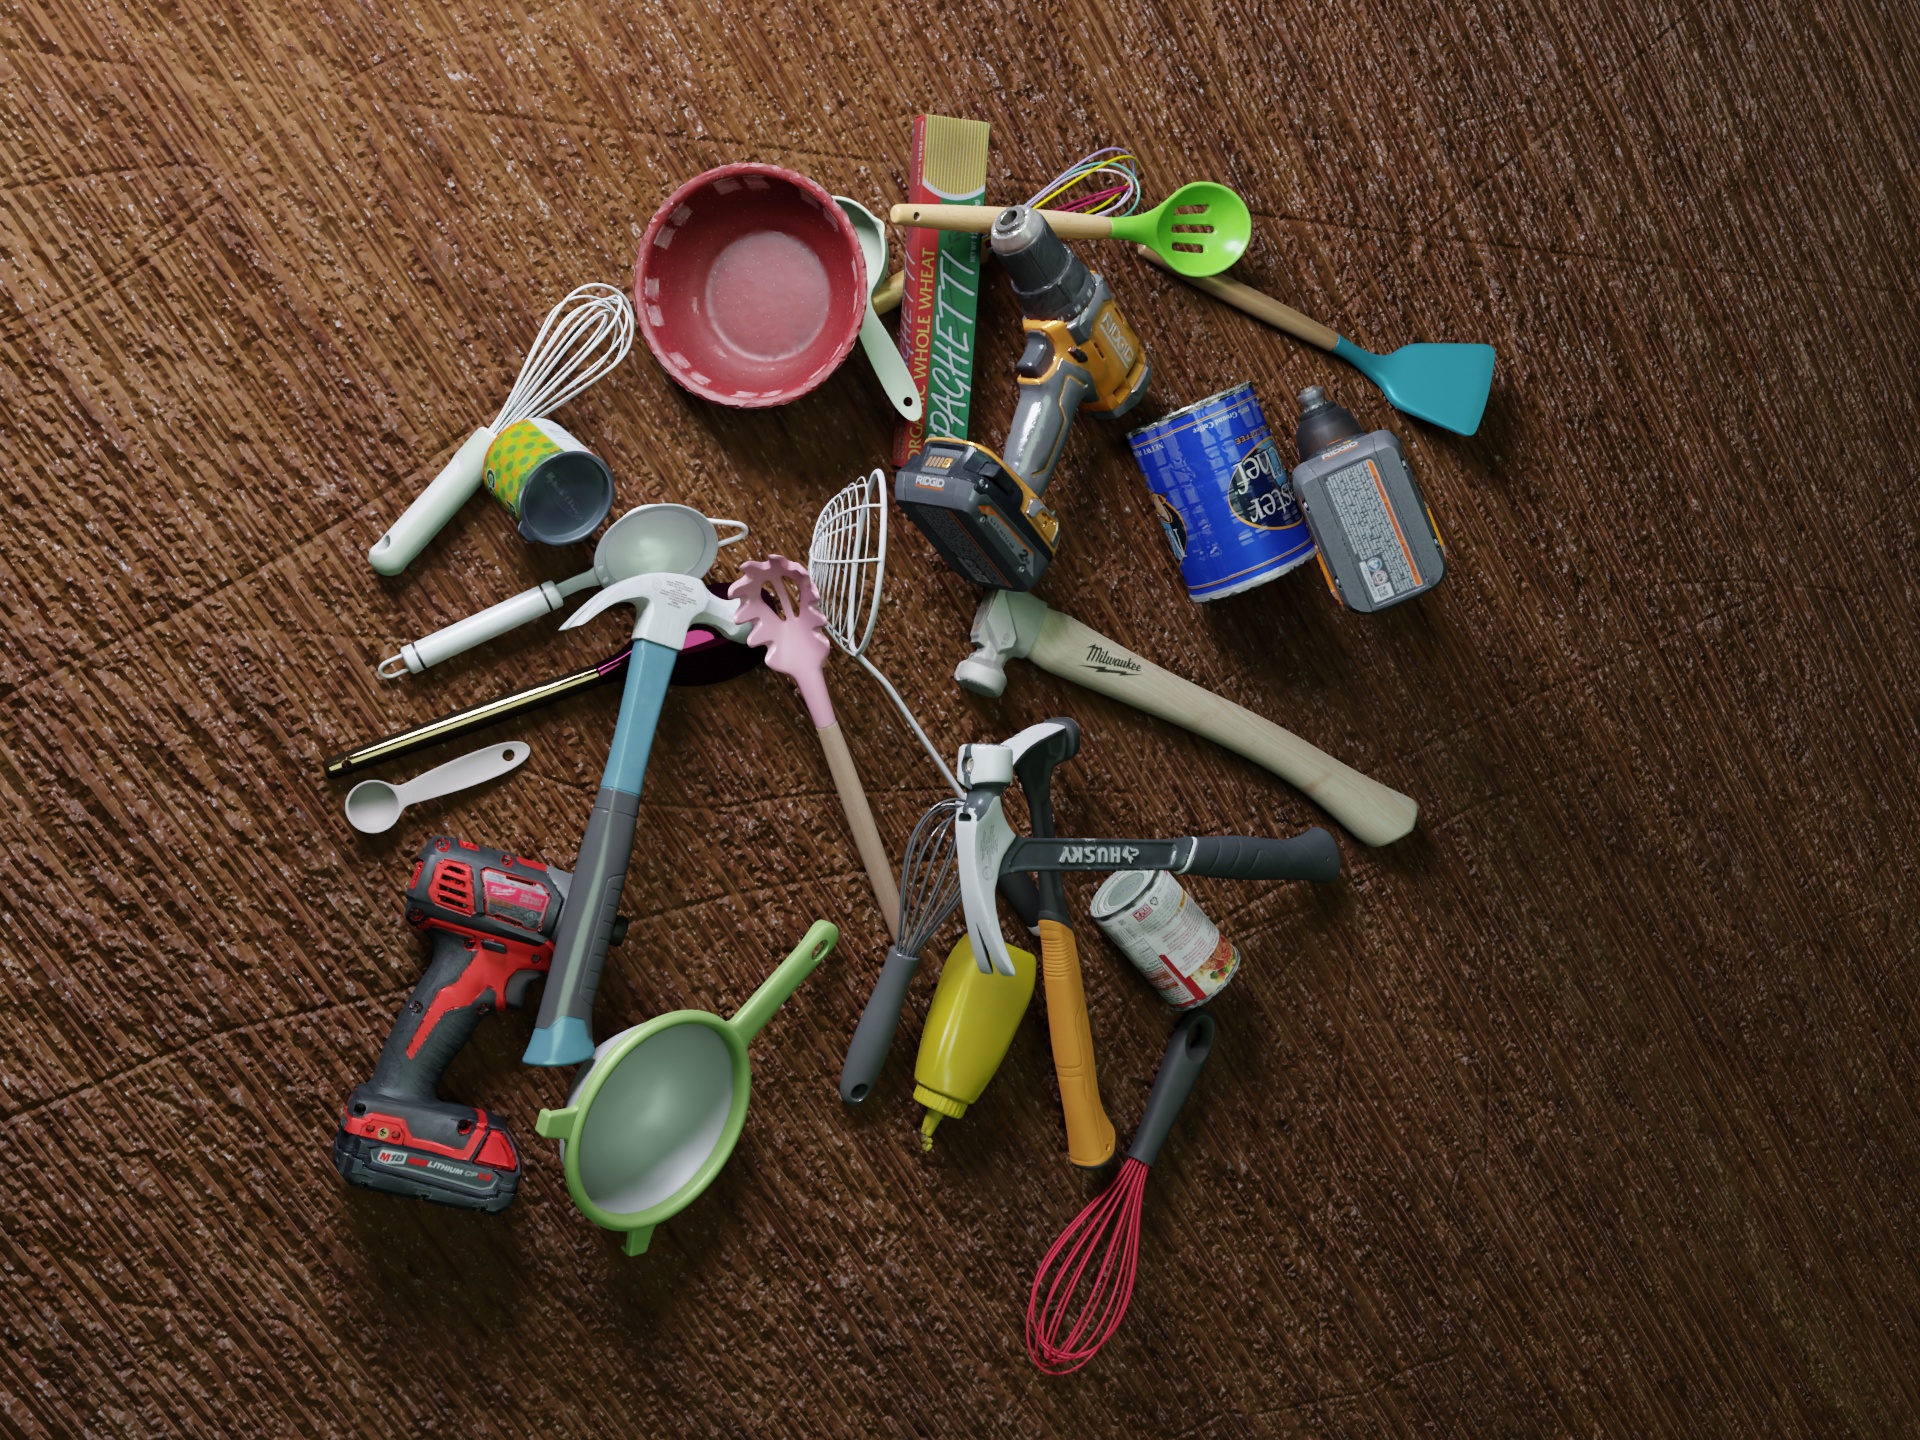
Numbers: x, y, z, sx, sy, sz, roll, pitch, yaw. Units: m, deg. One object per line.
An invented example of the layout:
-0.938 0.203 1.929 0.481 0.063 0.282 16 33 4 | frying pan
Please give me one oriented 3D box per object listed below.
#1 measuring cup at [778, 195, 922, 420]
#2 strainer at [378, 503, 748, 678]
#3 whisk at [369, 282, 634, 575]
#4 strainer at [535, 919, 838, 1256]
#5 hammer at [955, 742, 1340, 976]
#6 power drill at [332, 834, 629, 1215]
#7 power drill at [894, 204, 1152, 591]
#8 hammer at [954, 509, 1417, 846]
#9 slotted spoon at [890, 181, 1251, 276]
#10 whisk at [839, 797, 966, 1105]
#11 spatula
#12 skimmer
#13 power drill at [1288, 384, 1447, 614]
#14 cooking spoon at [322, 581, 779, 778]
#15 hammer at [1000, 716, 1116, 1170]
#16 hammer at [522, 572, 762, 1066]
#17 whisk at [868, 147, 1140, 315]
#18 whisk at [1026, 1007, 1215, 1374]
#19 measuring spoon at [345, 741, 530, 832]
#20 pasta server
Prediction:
-0.067 -0.289 1.130 0.083 0.038 0.167 -26 96 10 | measuring cup
-0.268 -0.089 1.066 0.258 0.050 0.086 -27 144 -14 | strainer
-0.303 -0.192 1.051 0.246 0.058 0.059 -51 136 -9 | whisk
-0.185 0.222 1.085 0.256 0.069 0.151 -47 135 -31 | strainer
0.150 0.102 1.147 0.408 0.036 0.149 6 84 -43 | hammer
-0.310 0.197 1.033 0.143 0.078 0.220 19 80 -20 | power drill
0.041 -0.229 1.125 0.185 0.084 0.226 46 66 -46 | power drill
0.197 -0.013 1.246 0.410 0.038 0.146 26 80 -19 | hammer
0.086 -0.362 1.158 0.313 0.031 0.070 -8 112 -32 | slotted spoon
-0.038 0.167 1.134 0.055 0.055 0.239 18 99 -20 | whisk
0.285 -0.318 1.276 0.317 0.044 0.082 20 80 -19 | spatula
-0.002 -0.004 1.140 0.090 0.127 0.363 -32 109 0 | skimmer
0.295 -0.171 1.196 0.084 0.226 0.164 -23 98 14 | power drill
-0.269 -0.022 1.076 0.319 0.017 0.068 -21 102 -19 | cooking spoon
0.070 0.174 1.157 0.127 0.034 0.336 -28 112 -56 | hammer
-0.223 0.061 1.034 0.128 0.033 0.331 19 75 -33 | hammer
0.034 -0.358 1.184 0.245 0.047 0.051 -31 102 -14 | whisk
0.128 0.354 1.210 0.073 0.073 0.296 33 73 -18 | whisk
-0.345 0.040 1.053 0.124 0.018 0.034 -23 98 -26 | measuring spoon
-0.086 0.030 1.108 0.060 0.040 0.316 -16 109 7 | pasta server
